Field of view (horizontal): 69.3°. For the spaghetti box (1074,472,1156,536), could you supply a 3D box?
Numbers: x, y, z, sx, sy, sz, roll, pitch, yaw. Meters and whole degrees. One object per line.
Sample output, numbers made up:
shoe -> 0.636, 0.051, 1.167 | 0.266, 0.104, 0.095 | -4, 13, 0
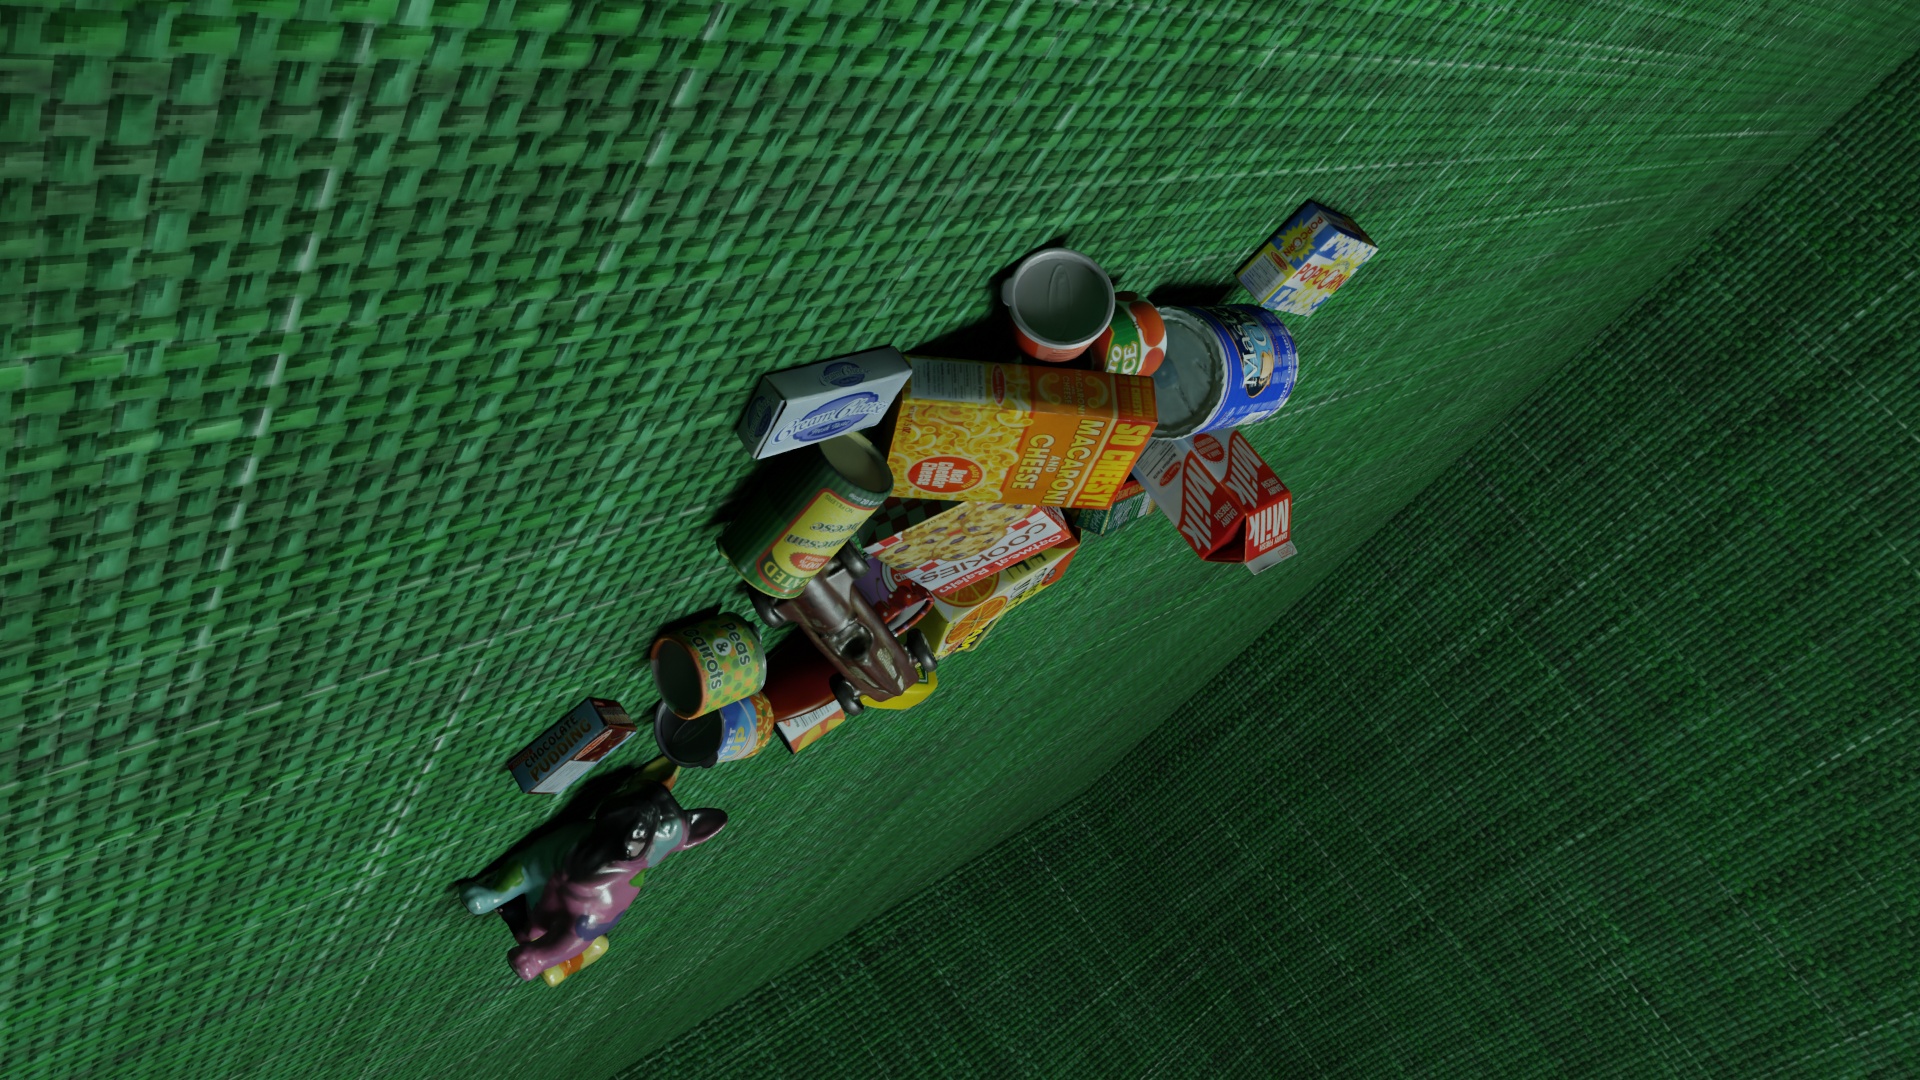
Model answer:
spaghetti box -> 0.156, -0.043, 1.313 | 0.250, 0.029, 0.050 | -19, 127, -70

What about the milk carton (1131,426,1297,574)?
milk carton -> 0.221, -0.053, 1.238 | 0.072, 0.191, 0.073 | -22, 158, -40

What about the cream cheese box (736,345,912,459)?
cream cheese box -> -0.081, -0.084, 0.836 | 0.104, 0.024, 0.053 | -21, 157, -43

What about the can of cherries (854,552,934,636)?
can of cherries -> -0.062, 0.044, 1.158 | 0.071, 0.058, 0.071 | -33, 163, -11

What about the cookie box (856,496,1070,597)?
cookie box -> 0.004, -0.014, 1.089 | 0.123, 0.040, 0.167 | -25, 158, 13

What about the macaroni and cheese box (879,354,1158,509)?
macaroni and cheese box -> 0.034, -0.070, 0.934 | 0.167, 0.040, 0.123 | 3, 152, -10

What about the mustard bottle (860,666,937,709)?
mustard bottle -> -0.082, 0.132, 1.351 | 0.048, 0.065, 0.160 | -39, 160, 20

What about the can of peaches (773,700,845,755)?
can of peaches -> -0.147, 0.152, 1.269 | 0.058, 0.071, 0.071 | -33, 163, -15

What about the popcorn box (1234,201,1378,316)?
popcorn box -> 0.291, -0.233, 1.162 | 0.085, 0.038, 0.127 | -46, 161, 26

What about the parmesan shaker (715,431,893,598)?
parmesan shaker -> -0.101, -0.020, 0.898 | 0.102, 0.071, 0.071 | -46, 161, 26

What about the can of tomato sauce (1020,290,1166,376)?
can of tomato sauce -> 0.096, -0.135, 0.976 | 0.083, 0.071, 0.070 | -23, 158, -40

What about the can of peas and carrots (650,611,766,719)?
can of peas and carrots -> -0.185, 0.091, 1.022 | 0.059, 0.071, 0.070 | -20, 156, -43

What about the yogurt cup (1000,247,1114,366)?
yogurt cup -> 0.061, -0.146, 0.890 | 0.072, 0.072, 0.053 | -33, 171, -12

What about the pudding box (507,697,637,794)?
pudding box -> -0.291, 0.156, 1.046 | 0.083, 0.030, 0.049 | -38, 162, 5

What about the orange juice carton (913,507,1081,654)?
orange juice carton -> 0.039, 0.018, 1.267 | 0.193, 0.073, 0.071 | -30, 161, -24

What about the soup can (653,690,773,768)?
soup can -> -0.201, 0.154, 1.149 | 0.071, 0.071, 0.084 | -41, 163, 14

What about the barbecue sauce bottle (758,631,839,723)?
barbecue sauce bottle -> -0.151, 0.127, 1.202 | 0.148, 0.065, 0.043 | -32, 163, 15
